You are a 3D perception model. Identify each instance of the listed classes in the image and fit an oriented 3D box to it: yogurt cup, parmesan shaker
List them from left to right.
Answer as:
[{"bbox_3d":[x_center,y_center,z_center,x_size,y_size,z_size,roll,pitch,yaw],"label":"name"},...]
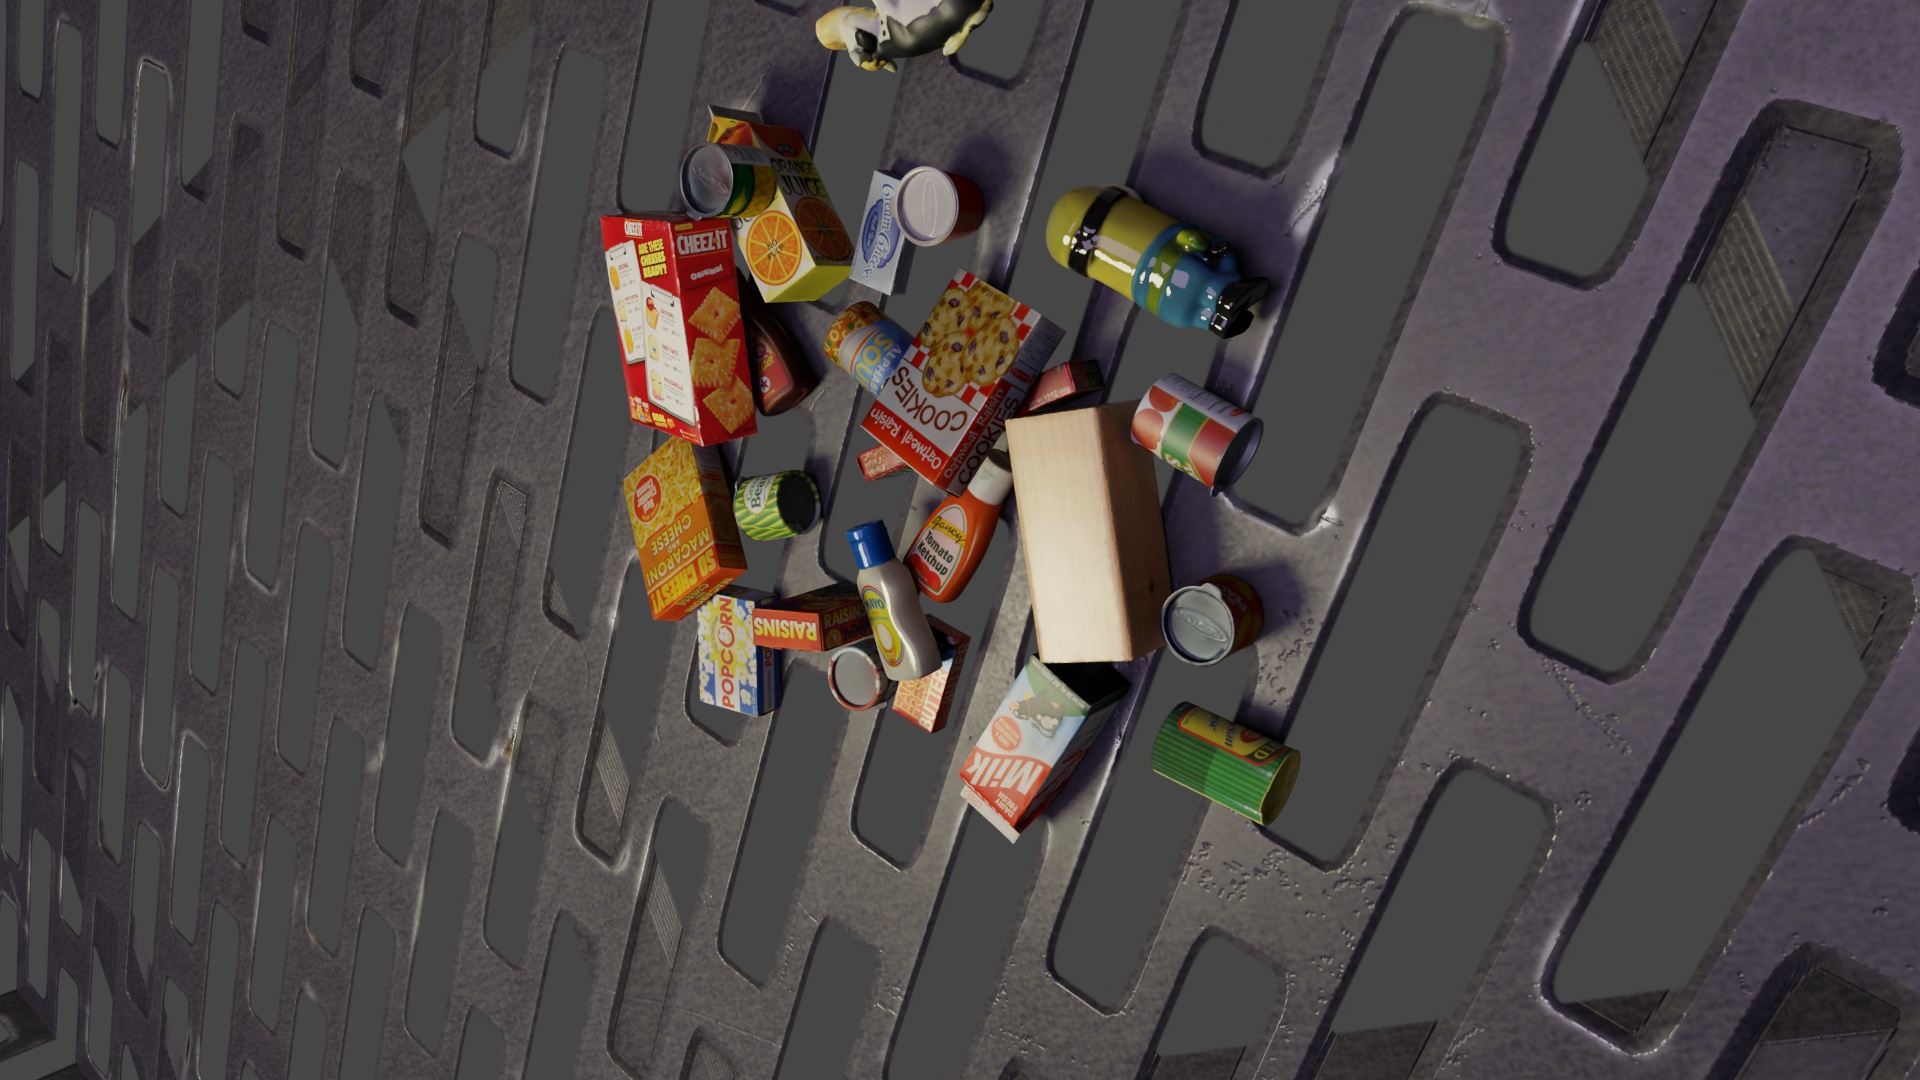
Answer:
[{"bbox_3d":[-0.016,-0.292,1.216,0.072,0.054,0.072,8,104,34],"label":"yogurt cup"},{"bbox_3d":[0.215,0.181,1.133,0.103,0.071,0.071,23,112,30],"label":"parmesan shaker"}]

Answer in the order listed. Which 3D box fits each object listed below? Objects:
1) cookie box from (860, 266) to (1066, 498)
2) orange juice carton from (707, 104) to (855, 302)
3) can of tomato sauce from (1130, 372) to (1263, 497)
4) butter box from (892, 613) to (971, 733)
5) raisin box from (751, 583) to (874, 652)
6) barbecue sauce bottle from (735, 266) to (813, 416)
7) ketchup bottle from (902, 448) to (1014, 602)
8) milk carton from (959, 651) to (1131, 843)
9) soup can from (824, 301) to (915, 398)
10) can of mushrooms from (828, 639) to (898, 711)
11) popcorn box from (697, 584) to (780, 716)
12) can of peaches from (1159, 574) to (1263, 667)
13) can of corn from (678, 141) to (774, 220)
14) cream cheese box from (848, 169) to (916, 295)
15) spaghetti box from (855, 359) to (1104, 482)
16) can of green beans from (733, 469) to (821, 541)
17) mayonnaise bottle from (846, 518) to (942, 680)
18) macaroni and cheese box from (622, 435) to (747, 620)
[{"bbox_3d":[0.000,-0.136,1.190,0.123,0.040,0.167,40,100,45],"label":"cookie box"},{"bbox_3d":[-0.176,-0.325,1.312,0.072,0.072,0.193,-30,82,35],"label":"orange juice carton"},{"bbox_3d":[0.187,-0.085,1.105,0.083,0.071,0.071,34,117,26],"label":"can of tomato sauce"},{"bbox_3d":[-0.028,0.127,1.324,0.053,0.024,0.103,27,113,29],"label":"butter box"},{"bbox_3d":[-0.126,0.072,1.321,0.086,0.124,0.040,3,101,34],"label":"raisin box"},{"bbox_3d":[-0.202,-0.200,1.372,0.064,0.044,0.148,-35,78,37],"label":"barbecue sauce bottle"},{"bbox_3d":[0.005,-0.016,1.262,0.065,0.044,0.148,46,121,24],"label":"ketchup bottle"},{"bbox_3d":[0.065,0.183,1.239,0.072,0.074,0.189,40,120,22],"label":"milk carton"},{"bbox_3d":[-0.075,-0.169,1.271,0.084,0.071,0.071,41,120,22],"label":"soup can"},{"bbox_3d":[-0.095,0.135,1.367,0.071,0.033,0.071,7,103,33],"label":"can of mushrooms"},{"bbox_3d":[-0.232,0.114,1.457,0.085,0.038,0.126,9,104,35],"label":"popcorn box"},{"bbox_3d":[0.205,0.062,1.126,0.071,0.058,0.071,7,103,35],"label":"can of peaches"},{"bbox_3d":[-0.211,-0.322,1.254,0.071,0.058,0.071,8,104,33],"label":"can of corn"},{"bbox_3d":[-0.065,-0.281,1.271,0.053,0.024,0.103,27,114,27],"label":"cream cheese box"},{"bbox_3d":[0.012,-0.104,1.235,0.249,0.050,0.028,-21,86,36],"label":"spaghetti box"},{"bbox_3d":[-0.180,-0.035,1.374,0.057,0.071,0.071,-8,95,36],"label":"can of green beans"},{"bbox_3d":[-0.065,0.055,1.280,0.064,0.041,0.148,-9,102,54],"label":"mayonnaise bottle"},{"bbox_3d":[-0.287,-0.017,1.444,0.123,0.040,0.167,-34,63,35],"label":"macaroni and cheese box"}]
